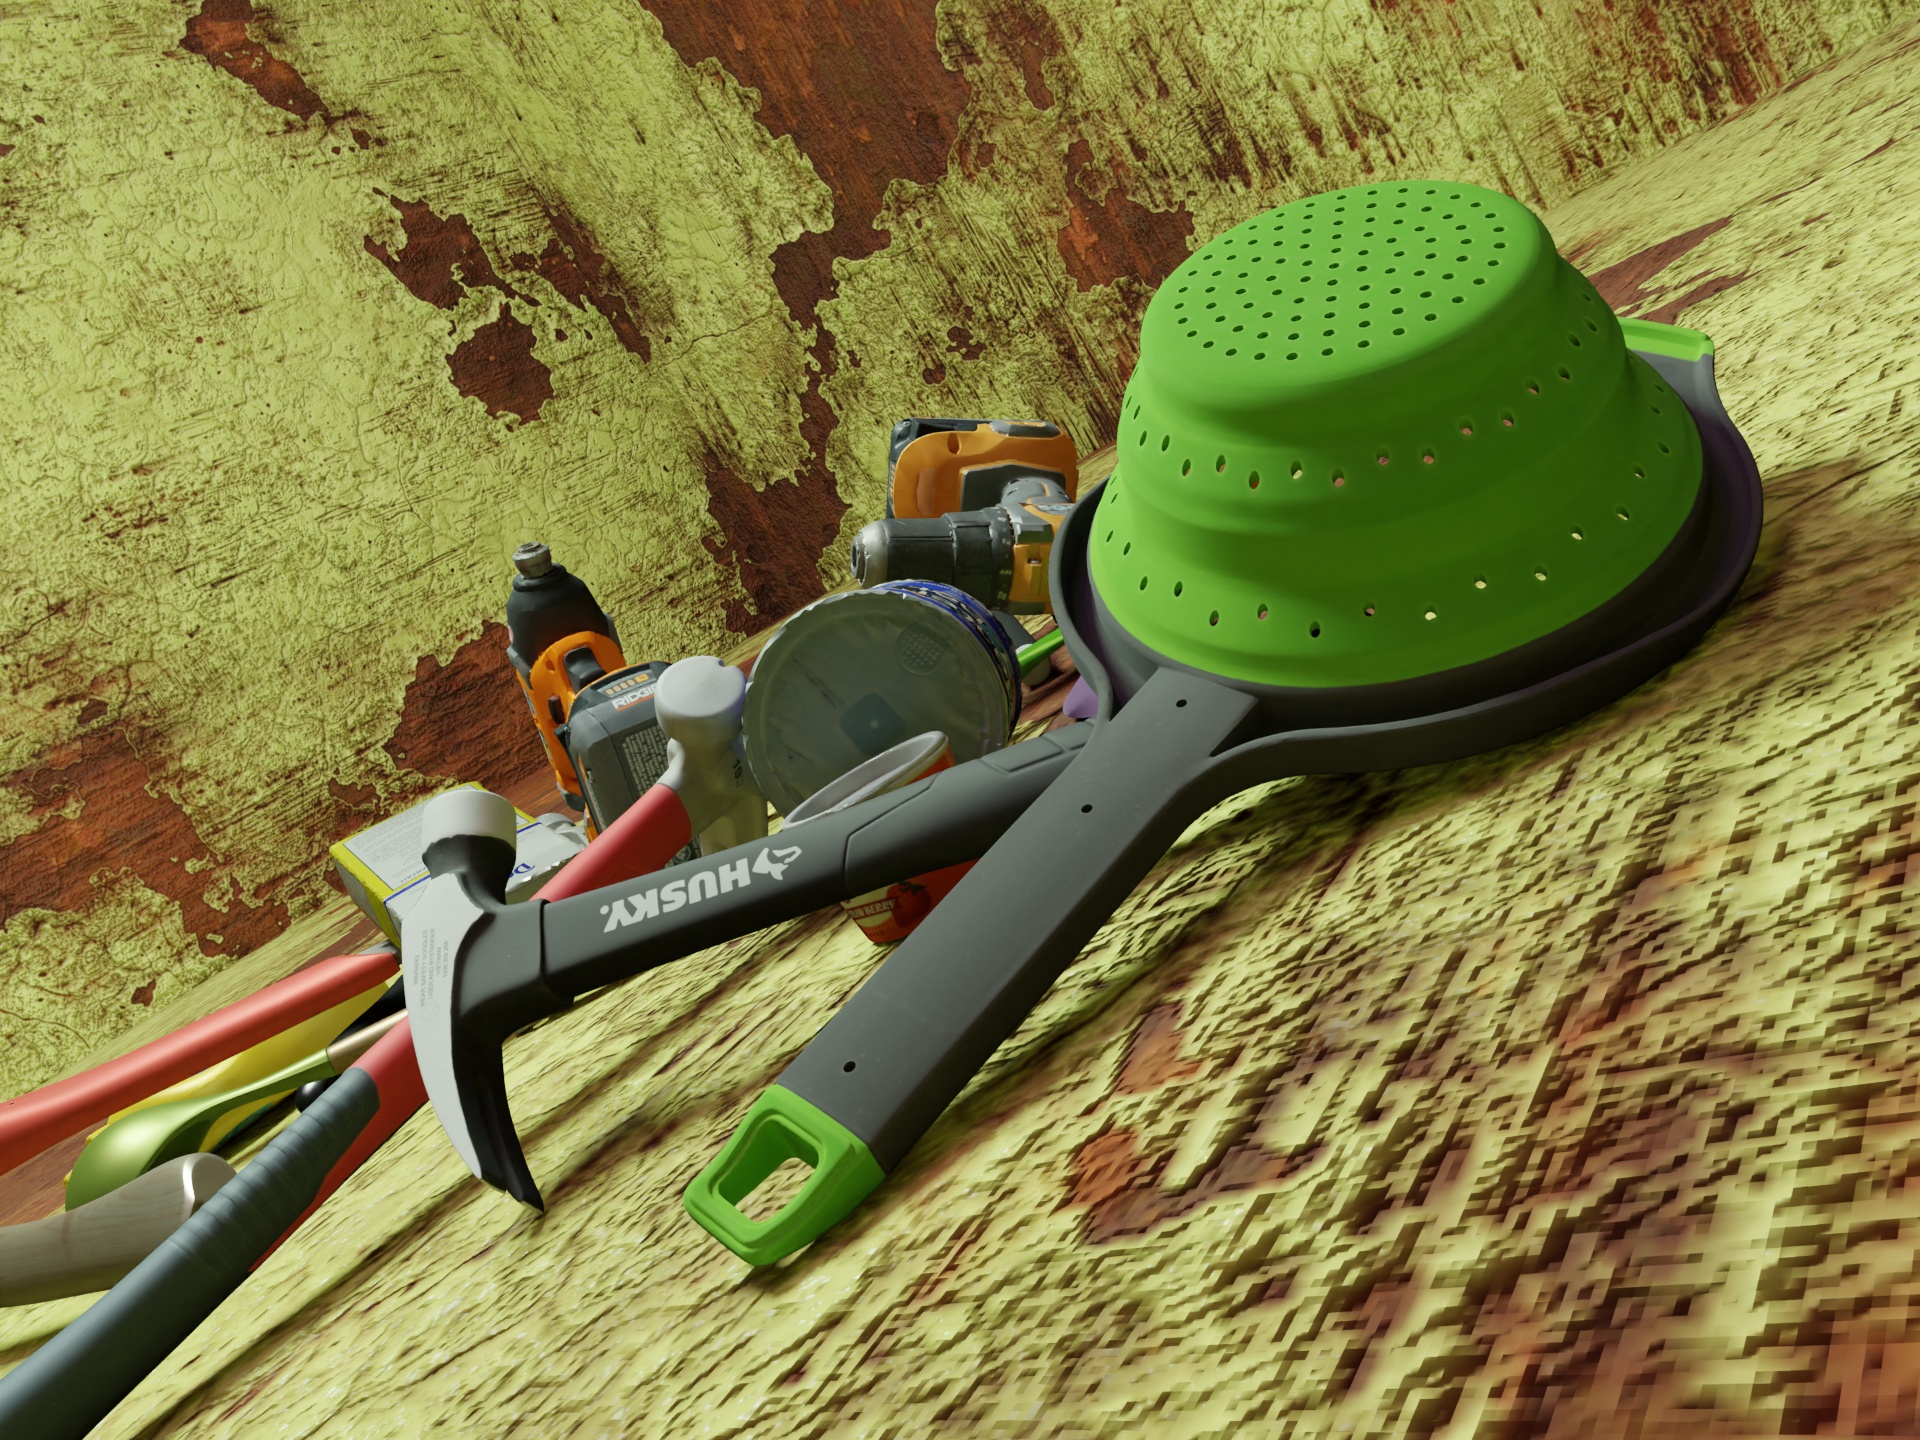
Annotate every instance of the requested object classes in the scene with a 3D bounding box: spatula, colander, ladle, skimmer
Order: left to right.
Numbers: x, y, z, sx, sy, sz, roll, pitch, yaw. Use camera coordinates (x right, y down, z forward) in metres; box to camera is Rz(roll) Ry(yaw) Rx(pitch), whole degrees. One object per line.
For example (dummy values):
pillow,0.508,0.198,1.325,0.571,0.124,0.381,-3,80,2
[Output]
ladle,-0.284,0.170,0.797,0.320,0.062,0.078,-25,-8,-15
skimmer,0.037,-0.077,1.066,0.090,0.127,0.363,12,14,-14
spatula,0.071,-0.038,0.848,0.060,0.018,0.316,-30,9,4
colander,0.062,-0.035,0.419,0.205,0.094,0.397,21,56,42

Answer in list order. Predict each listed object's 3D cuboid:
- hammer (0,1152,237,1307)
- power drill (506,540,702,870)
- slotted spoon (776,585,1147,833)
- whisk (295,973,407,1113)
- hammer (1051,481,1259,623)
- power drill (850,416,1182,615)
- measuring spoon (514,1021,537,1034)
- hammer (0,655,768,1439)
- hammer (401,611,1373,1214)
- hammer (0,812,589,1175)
hammer,-0.462,0.260,0.725,0.410,0.038,0.146,-16,56,30
power drill,-0.190,-0.004,0.863,0.084,0.164,0.227,-24,26,-19
slotted spoon,-0.001,-0.003,0.790,0.314,0.031,0.070,-38,11,-10
whisk,-0.319,0.160,0.929,0.055,0.055,0.239,-27,14,18
hammer,0.198,-0.159,1.072,0.337,0.034,0.127,-33,8,-17
power drill,0.012,-0.118,0.935,0.185,0.084,0.226,-2,23,-15
measuring spoon,-0.163,0.120,0.753,0.124,0.018,0.034,-35,12,14
hammer,-0.201,0.138,0.576,0.386,0.038,0.143,-47,-26,-36
hammer,-0.020,0.041,0.492,0.335,0.035,0.146,-19,53,9
hammer,-0.355,0.153,0.866,0.359,0.036,0.149,-26,23,-21
